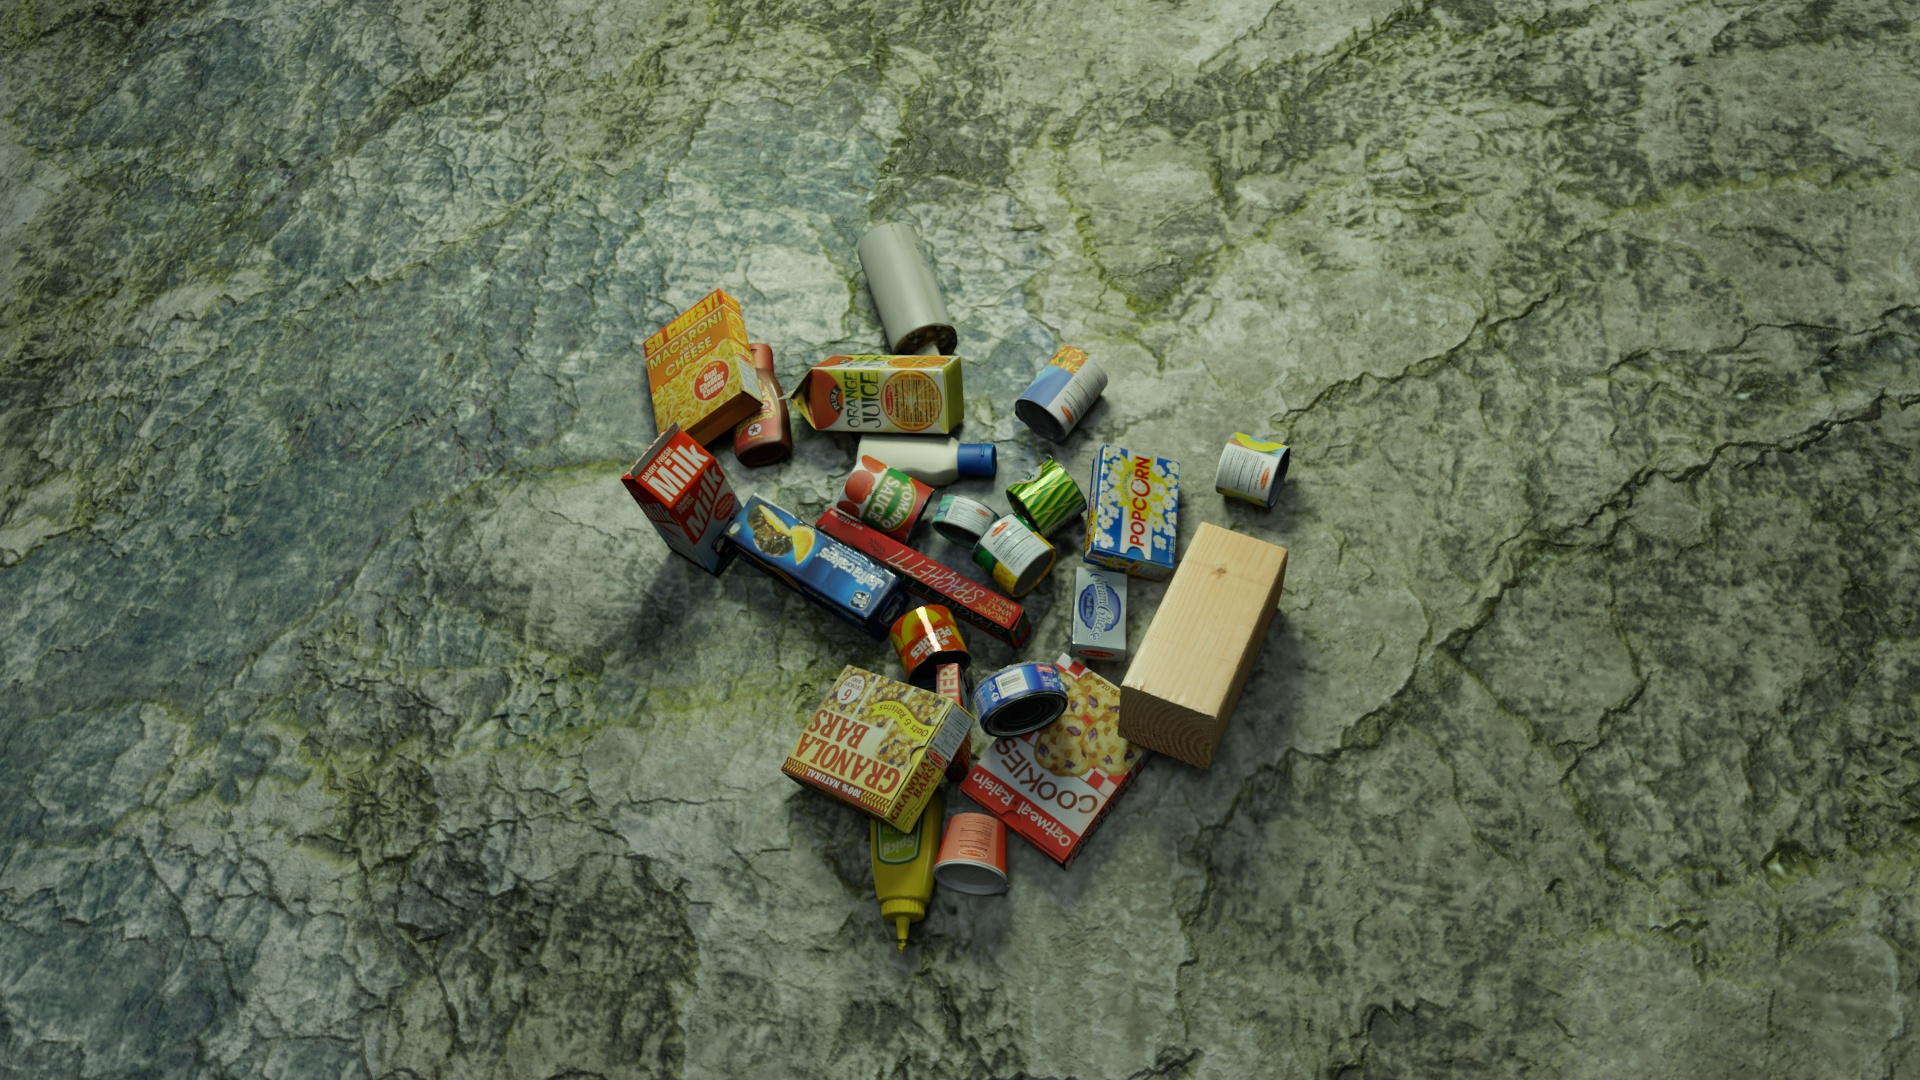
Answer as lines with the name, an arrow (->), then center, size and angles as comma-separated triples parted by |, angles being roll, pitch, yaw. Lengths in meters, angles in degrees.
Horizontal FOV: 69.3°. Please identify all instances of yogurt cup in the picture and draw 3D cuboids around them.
yogurt cup -> 0.012, 0.284, 1.264 | 0.072, 0.072, 0.054 | 1, 53, 12

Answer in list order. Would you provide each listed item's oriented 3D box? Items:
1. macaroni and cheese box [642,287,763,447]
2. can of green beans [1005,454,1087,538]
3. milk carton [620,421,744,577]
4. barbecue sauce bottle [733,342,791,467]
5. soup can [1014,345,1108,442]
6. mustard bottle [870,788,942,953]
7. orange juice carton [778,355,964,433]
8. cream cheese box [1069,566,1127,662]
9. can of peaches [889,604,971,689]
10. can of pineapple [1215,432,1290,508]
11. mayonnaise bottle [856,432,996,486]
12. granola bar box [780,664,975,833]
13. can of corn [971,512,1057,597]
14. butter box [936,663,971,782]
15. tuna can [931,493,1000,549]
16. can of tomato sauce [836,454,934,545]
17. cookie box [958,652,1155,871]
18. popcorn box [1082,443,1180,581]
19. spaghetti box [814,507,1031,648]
macaroni and cheese box -> -0.296, -0.190, 1.586 | 0.123, 0.040, 0.167 | -31, 53, 18
can of green beans -> 0.088, -0.042, 1.435 | 0.058, 0.071, 0.071 | -35, 60, -9
milk carton -> -0.286, -0.047, 1.439 | 0.073, 0.189, 0.072 | 28, 70, 24
barbecue sauce bottle -> -0.227, -0.156, 1.576 | 0.065, 0.043, 0.149 | -16, 58, 13
soup can -> 0.108, -0.159, 1.499 | 0.071, 0.071, 0.084 | 30, 70, 25
mustard bottle -> -0.050, 0.297, 1.276 | 0.065, 0.048, 0.161 | -8, 59, 13
orange juice carton -> -0.098, -0.161, 1.519 | 0.193, 0.072, 0.072 | 2, 19, 15
cream cheese box -> 0.136, 0.073, 1.362 | 0.053, 0.024, 0.104 | 7, 44, 0
can of peaches -> -0.030, 0.104, 1.372 | 0.071, 0.071, 0.058 | -23, 58, -2
can of pineapple -> 0.297, -0.072, 1.412 | 0.058, 0.070, 0.071 | 19, 66, 21
mayonnaise bottle -> -0.036, -0.087, 1.501 | 0.148, 0.041, 0.065 | 1, 62, 11
granola bar box -> -0.080, 0.192, 1.306 | 0.165, 0.039, 0.124 | 11, 62, 48
can of corn -> 0.056, 0.016, 1.408 | 0.071, 0.071, 0.058 | -42, 67, -13
butter box -> -0.006, 0.175, 1.336 | 0.024, 0.053, 0.104 | -7, 59, 10
tuna can -> 0.005, -0.018, 1.439 | 0.071, 0.071, 0.033 | 17, 73, 20
can of tomato sauce -> -0.079, -0.043, 1.452 | 0.083, 0.071, 0.071 | 28, 68, 2
cookie box -> 0.098, 0.205, 1.305 | 0.123, 0.040, 0.168 | 32, 71, 25
popcorn box -> 0.174, -0.029, 1.408 | 0.085, 0.038, 0.127 | 14, 60, -11
spaghetti box -> -0.039, 0.037, 1.424 | 0.250, 0.050, 0.029 | 27, 70, 23
